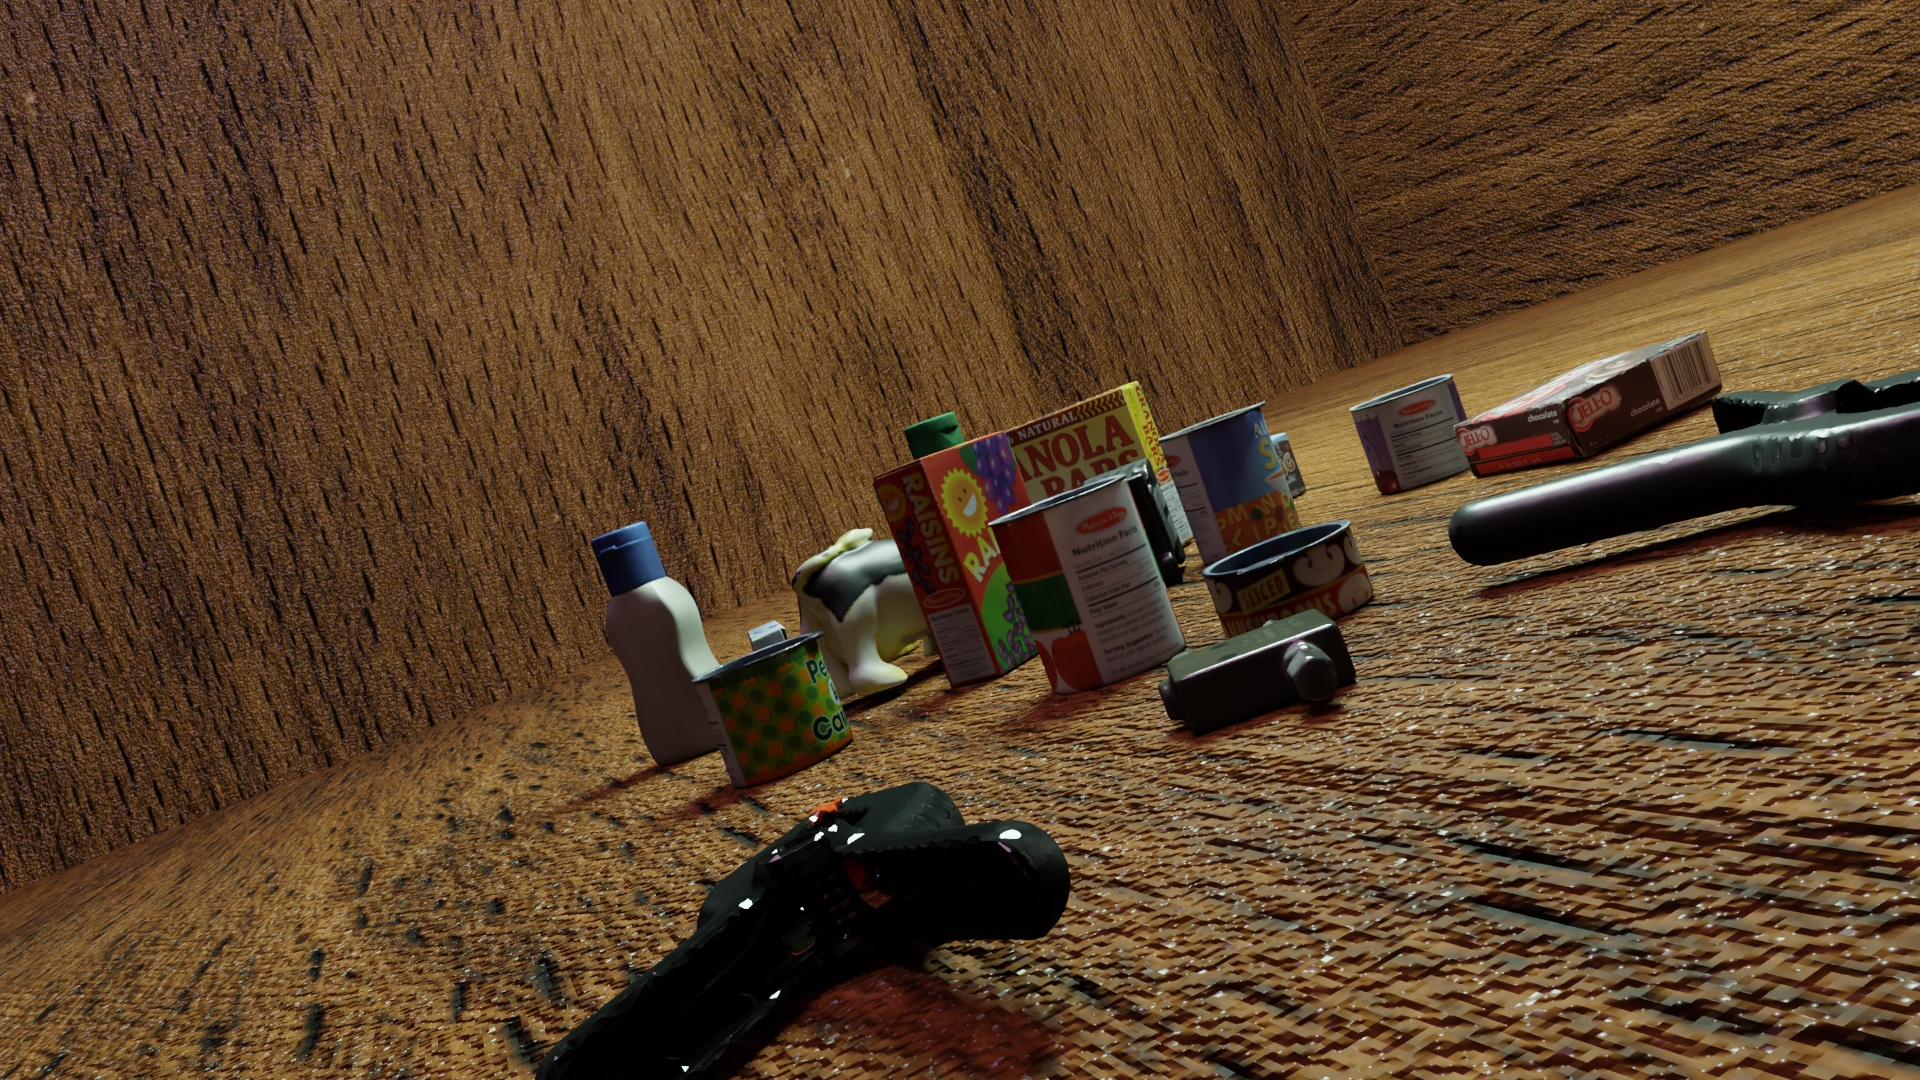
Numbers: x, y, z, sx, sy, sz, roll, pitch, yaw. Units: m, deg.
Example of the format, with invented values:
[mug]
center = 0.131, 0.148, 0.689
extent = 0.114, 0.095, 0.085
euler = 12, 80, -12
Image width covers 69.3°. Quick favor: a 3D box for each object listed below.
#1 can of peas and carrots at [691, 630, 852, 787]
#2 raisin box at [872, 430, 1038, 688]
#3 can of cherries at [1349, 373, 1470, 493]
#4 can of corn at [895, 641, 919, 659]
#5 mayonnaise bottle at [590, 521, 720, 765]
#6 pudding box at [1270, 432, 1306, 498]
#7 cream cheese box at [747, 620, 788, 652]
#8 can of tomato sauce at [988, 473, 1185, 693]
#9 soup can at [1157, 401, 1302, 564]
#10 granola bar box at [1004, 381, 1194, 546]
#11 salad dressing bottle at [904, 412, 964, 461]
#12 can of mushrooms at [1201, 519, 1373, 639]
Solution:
[can of peas and carrots]
center = -0.092, 0.084, 0.703
extent = 0.071, 0.058, 0.071
euler = -20, 3, 1
[raisin box]
center = 0.010, 0.008, 0.770
extent = 0.040, 0.123, 0.086
euler = -19, 3, 38
[can of cherries]
center = 0.288, -0.067, 0.881
extent = 0.071, 0.058, 0.071
euler = -20, 3, 1
[can of corn]
center = -0.068, 0.059, 0.992
extent = 0.071, 0.058, 0.071
euler = -20, 3, 1
[mayonnaise bottle]
center = -0.187, 0.063, 0.867
extent = 0.064, 0.148, 0.041
euler = -20, 3, 19
[pudding box]
center = 0.216, -0.045, 1.036
extent = 0.084, 0.049, 0.030
euler = -23, 3, -38
[cream cheese box]
center = -0.126, 0.086, 0.954
extent = 0.024, 0.053, 0.104
euler = -21, 3, -10
[can of tomato sauce]
center = 0.057, 0.020, 0.633
extent = 0.071, 0.083, 0.071
euler = -20, 3, 1
[soup can]
center = 0.170, -0.036, 0.861
extent = 0.071, 0.083, 0.071
euler = -20, 3, 1
[granola bar box]
center = 0.078, -0.033, 1.039
extent = 0.165, 0.124, 0.039
euler = -19, 3, 33
[salad dressing bottle]
center = 0.003, -0.012, 0.934
extent = 0.064, 0.147, 0.044
euler = -23, 3, -43
[can of mushrooms]
center = 0.139, 0.018, 0.592
extent = 0.071, 0.033, 0.071
euler = -20, 3, 1
